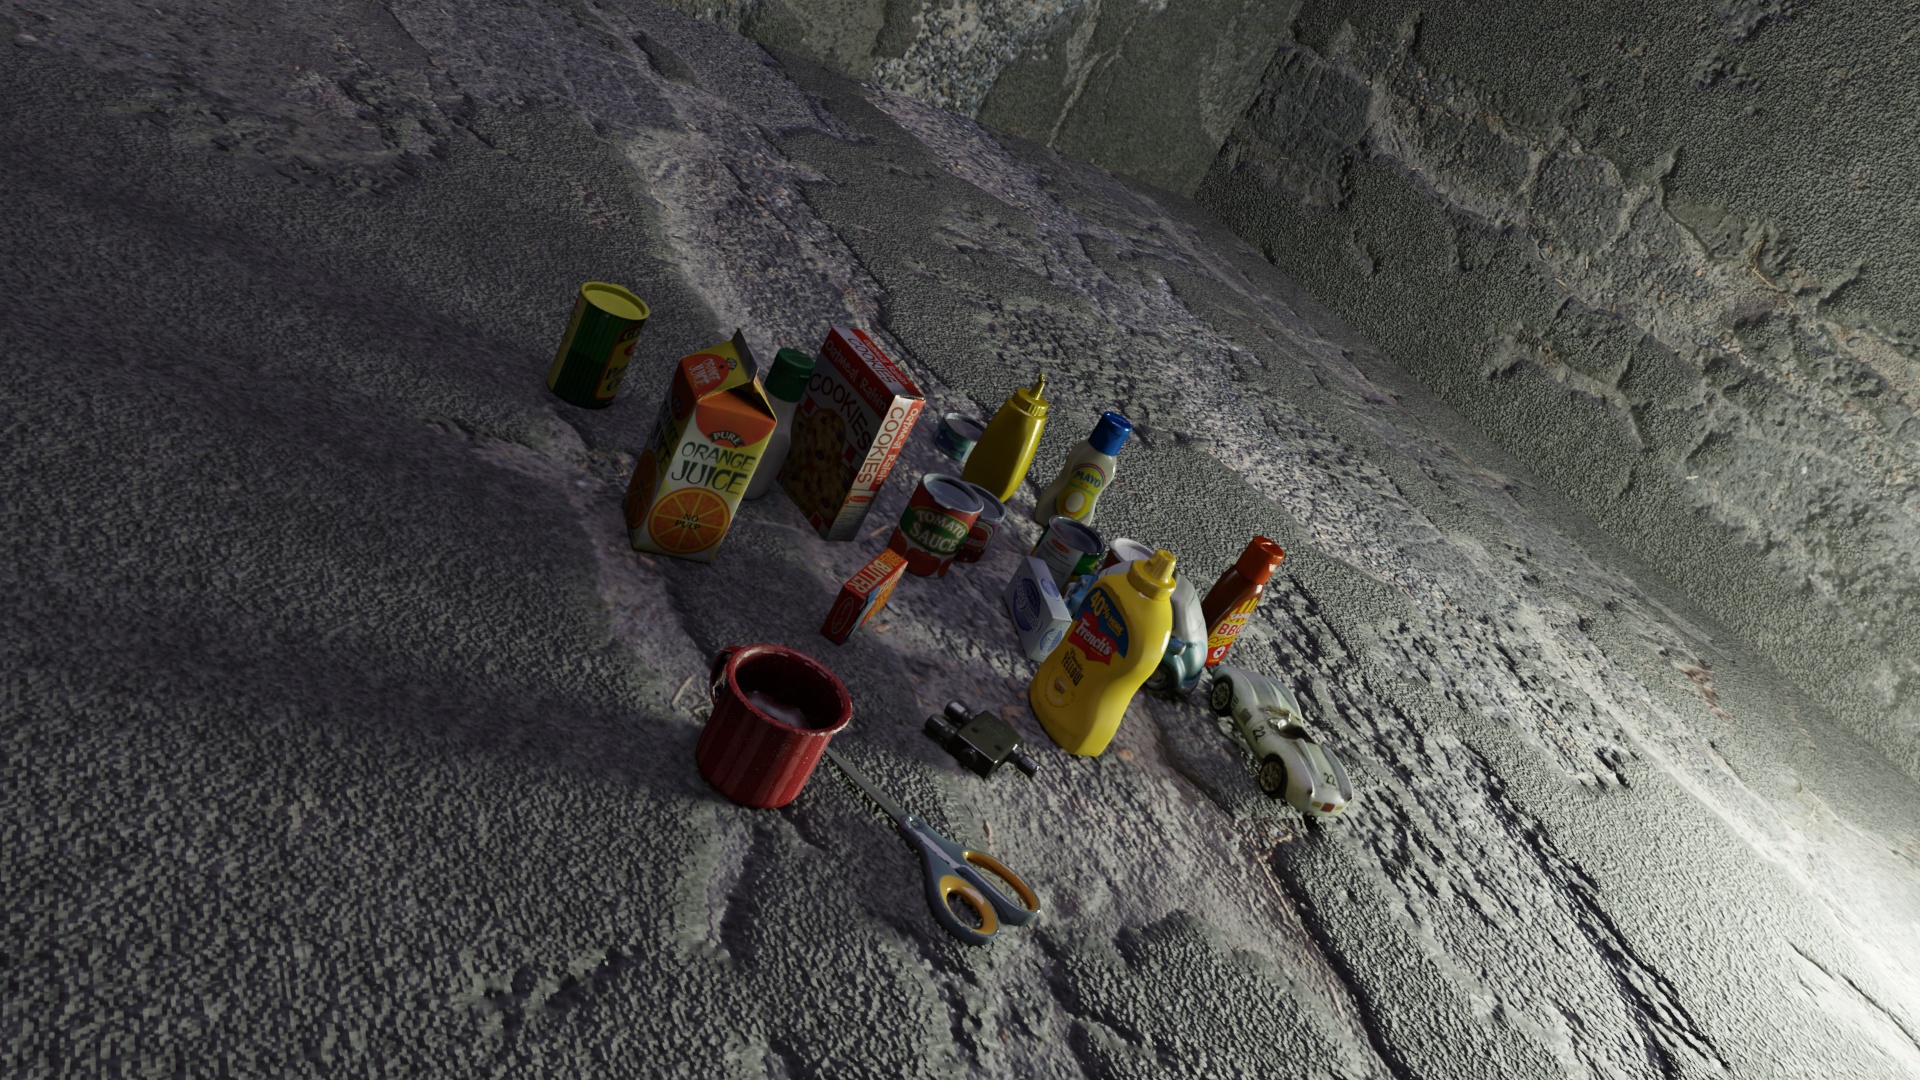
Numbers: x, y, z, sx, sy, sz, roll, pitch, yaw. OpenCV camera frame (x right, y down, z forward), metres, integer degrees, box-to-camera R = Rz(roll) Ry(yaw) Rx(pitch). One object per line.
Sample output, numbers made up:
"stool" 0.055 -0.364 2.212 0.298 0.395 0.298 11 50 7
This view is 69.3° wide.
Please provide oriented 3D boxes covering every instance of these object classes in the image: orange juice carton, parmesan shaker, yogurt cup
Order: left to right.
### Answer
"parmesan shaker" -0.344 -0.185 1.319 0.071 0.102 0.071 23 26 -12
"orange juice carton" -0.212 -0.081 1.157 0.073 0.191 0.072 13 30 -31
"yogurt cup" 0.181 0.038 1.496 0.072 0.053 0.073 23 26 -12

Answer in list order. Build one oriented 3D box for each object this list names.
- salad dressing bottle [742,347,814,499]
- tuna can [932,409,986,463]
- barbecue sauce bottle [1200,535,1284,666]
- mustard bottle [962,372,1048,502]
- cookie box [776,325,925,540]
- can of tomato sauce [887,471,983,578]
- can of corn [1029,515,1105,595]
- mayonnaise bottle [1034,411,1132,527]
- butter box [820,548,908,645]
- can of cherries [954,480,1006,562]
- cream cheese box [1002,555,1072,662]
"salad dressing bottle" -0.180 -0.109 1.292 0.064 0.147 0.044 -3 40 -48
"tuna can" 0.001 -0.122 1.632 0.071 0.032 0.071 23 26 -12
"barbecue sauce bottle" 0.281 0.063 1.443 0.065 0.148 0.044 1 37 -45
"mustard bottle" 0.059 -0.116 1.534 0.065 0.159 0.049 34 26 10
"cookie box" -0.112 -0.102 1.327 0.040 0.166 0.123 2 36 -44
"can of tomato sauce" -0.026 -0.013 1.348 0.071 0.082 0.071 23 26 -12
"can of corn" 0.111 0.016 1.461 0.071 0.058 0.071 23 26 -12
"mayonnaise bottle" 0.140 -0.074 1.553 0.065 0.147 0.041 25 25 -9
"butter box" -0.083 0.048 1.212 0.024 0.053 0.104 32 26 7
"can of cherries" 0.005 -0.018 1.415 0.071 0.058 0.072 23 26 -12
"cream cheese box" 0.073 0.066 1.337 0.024 0.053 0.104 17 28 -24
